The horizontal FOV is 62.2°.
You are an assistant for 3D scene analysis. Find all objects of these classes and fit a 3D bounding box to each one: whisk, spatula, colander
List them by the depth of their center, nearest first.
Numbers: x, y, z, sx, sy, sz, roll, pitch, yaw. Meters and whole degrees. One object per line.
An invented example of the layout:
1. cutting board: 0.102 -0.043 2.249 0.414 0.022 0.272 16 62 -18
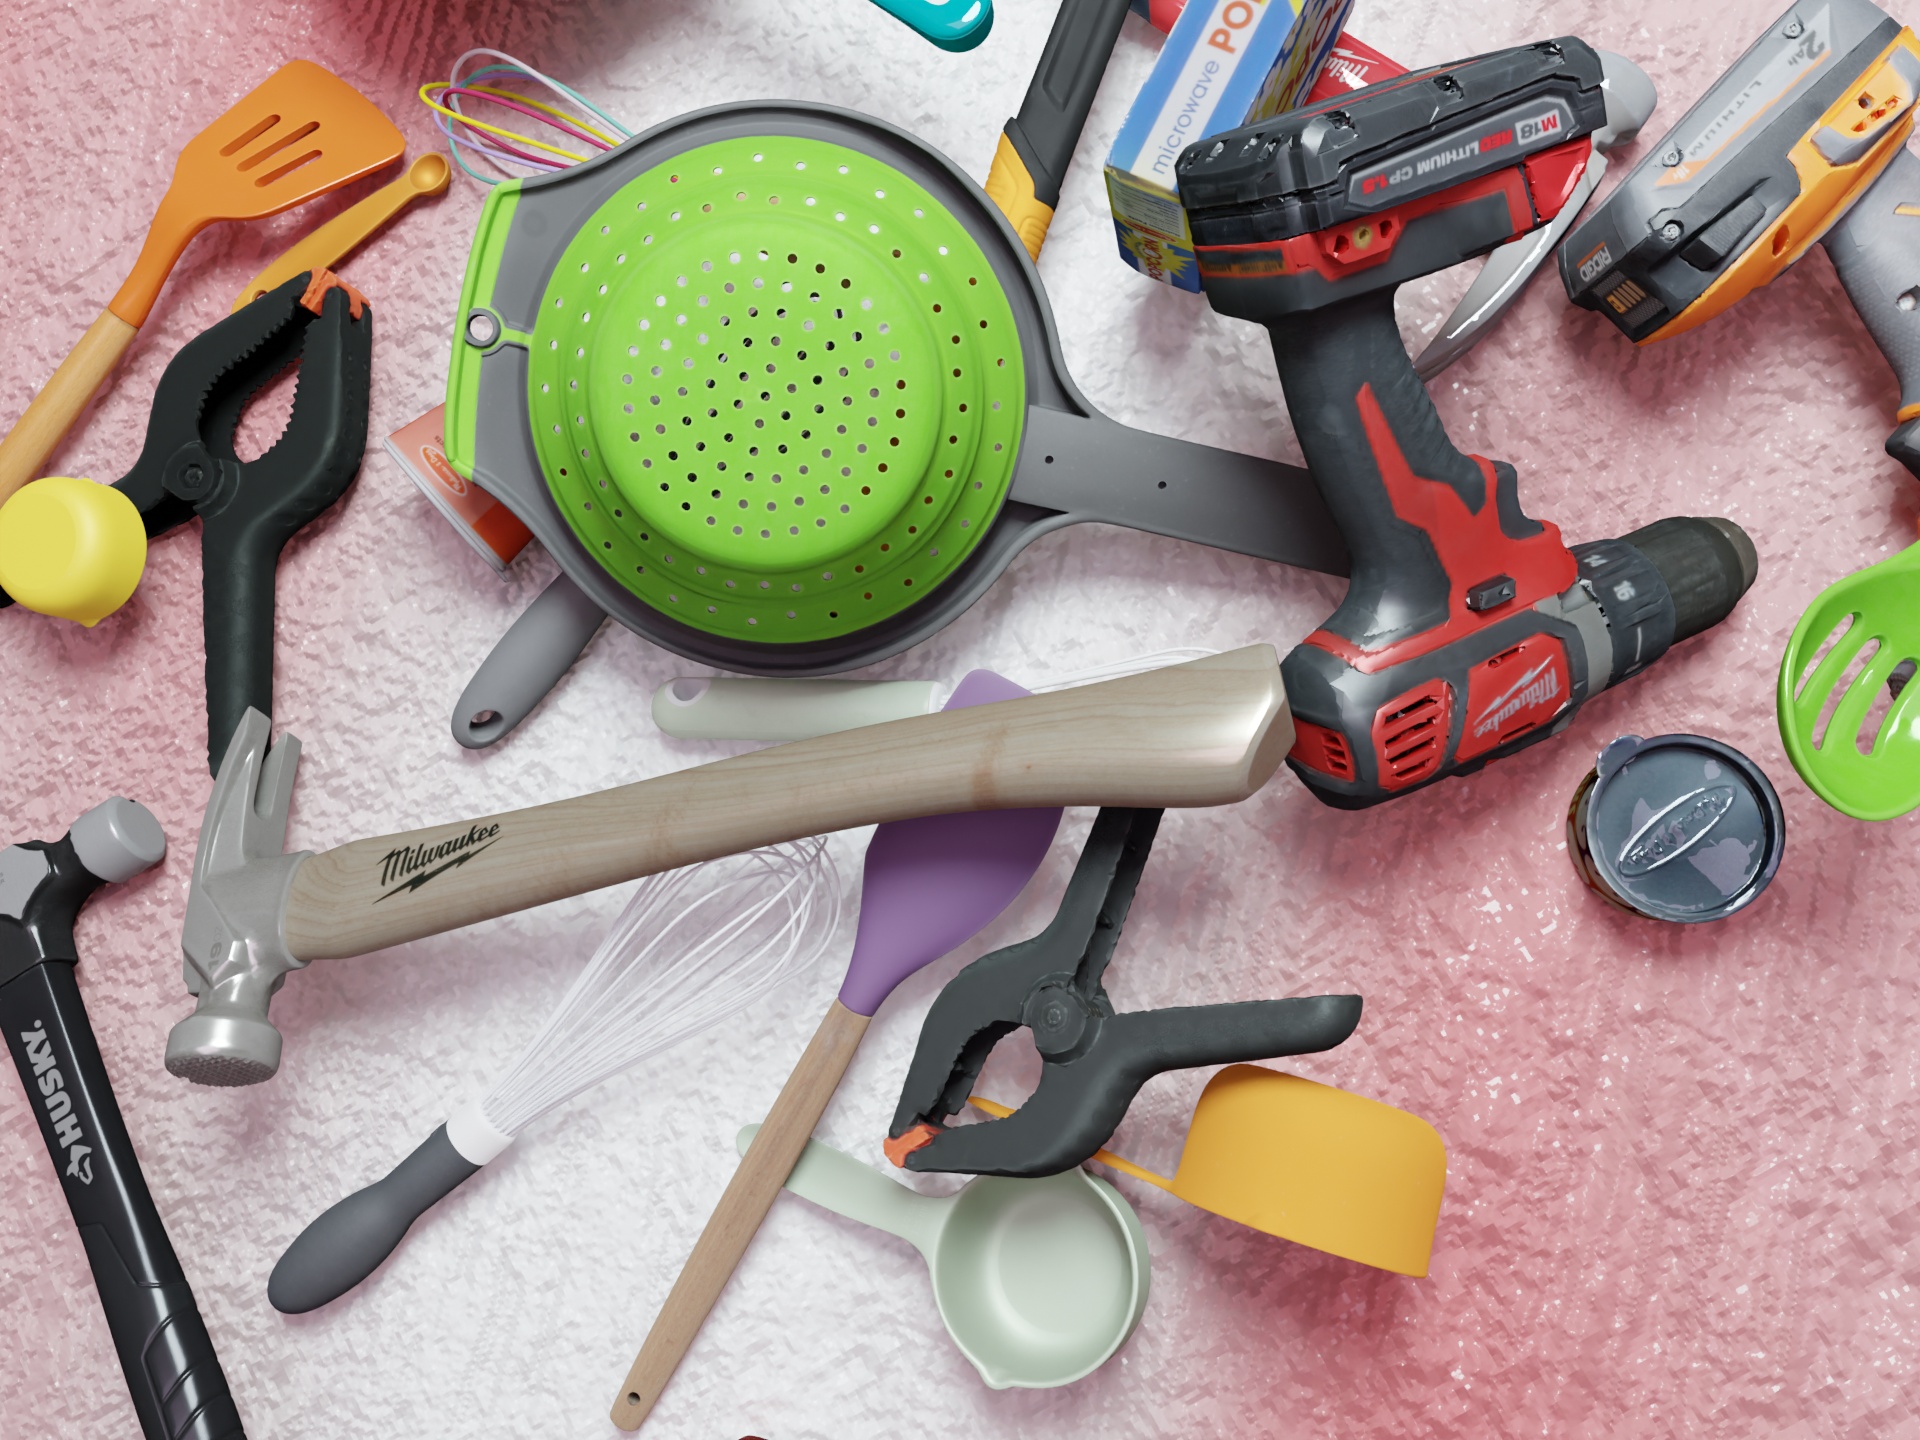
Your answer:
1. colander: 0.017 -0.092 0.543 0.397 0.094 0.204 12 100 -5
2. spatula: -0.049 0.128 0.585 0.060 0.018 0.316 30 95 8
3. whisk: -0.158 0.135 0.604 0.284 0.070 0.070 -40 79 6
4. whisk: -0.001 -0.002 0.605 0.246 0.059 0.058 1 43 12
5. whisk: -0.123 -0.213 0.628 0.245 0.047 0.051 29 96 22
6. whisk: -0.122 -0.079 0.632 0.055 0.055 0.239 42 94 11
7. spatula: -0.366 -0.150 0.683 0.081 0.041 0.322 40 94 19

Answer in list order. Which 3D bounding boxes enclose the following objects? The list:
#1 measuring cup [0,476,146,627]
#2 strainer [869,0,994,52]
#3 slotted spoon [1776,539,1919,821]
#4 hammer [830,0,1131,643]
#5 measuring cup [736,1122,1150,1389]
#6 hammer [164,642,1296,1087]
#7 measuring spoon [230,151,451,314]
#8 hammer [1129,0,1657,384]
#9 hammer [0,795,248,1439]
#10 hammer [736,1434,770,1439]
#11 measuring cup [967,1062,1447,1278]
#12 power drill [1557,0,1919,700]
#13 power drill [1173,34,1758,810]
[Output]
1. measuring cup: -0.407 -0.065 0.645 0.156 0.029 0.062 -5 85 11
2. strainer: -0.120 -0.343 0.638 0.340 0.095 0.211 36 90 11
3. slotted spoon: 0.352 -0.104 0.501 0.070 0.031 0.314 36 88 -10
4. hammer: 0.011 -0.191 0.608 0.127 0.034 0.337 22 94 13
5. measuring cup: -0.008 0.184 0.589 0.168 0.038 0.083 16 82 26
6. hammer: -0.092 0.025 0.561 0.410 0.038 0.146 -12 59 13
7. measuring spoon: -0.266 -0.205 0.685 0.117 0.011 0.021 -34 68 6
8. hammer: 0.068 -0.287 0.635 0.386 0.038 0.143 36 90 11
9. hammer: -0.323 0.205 0.608 0.146 0.035 0.335 -31 73 3
10. hammer: -0.084 0.445 0.559 0.149 0.036 0.359 4 83 8
11. measuring cup: 0.085 0.141 0.563 0.174 0.095 0.052 14 79 28
12. power drill: 0.323 -0.121 0.551 0.226 0.084 0.164 43 90 2
13. power drill: 0.176 -0.098 0.528 0.188 0.080 0.226 -22 110 -15
